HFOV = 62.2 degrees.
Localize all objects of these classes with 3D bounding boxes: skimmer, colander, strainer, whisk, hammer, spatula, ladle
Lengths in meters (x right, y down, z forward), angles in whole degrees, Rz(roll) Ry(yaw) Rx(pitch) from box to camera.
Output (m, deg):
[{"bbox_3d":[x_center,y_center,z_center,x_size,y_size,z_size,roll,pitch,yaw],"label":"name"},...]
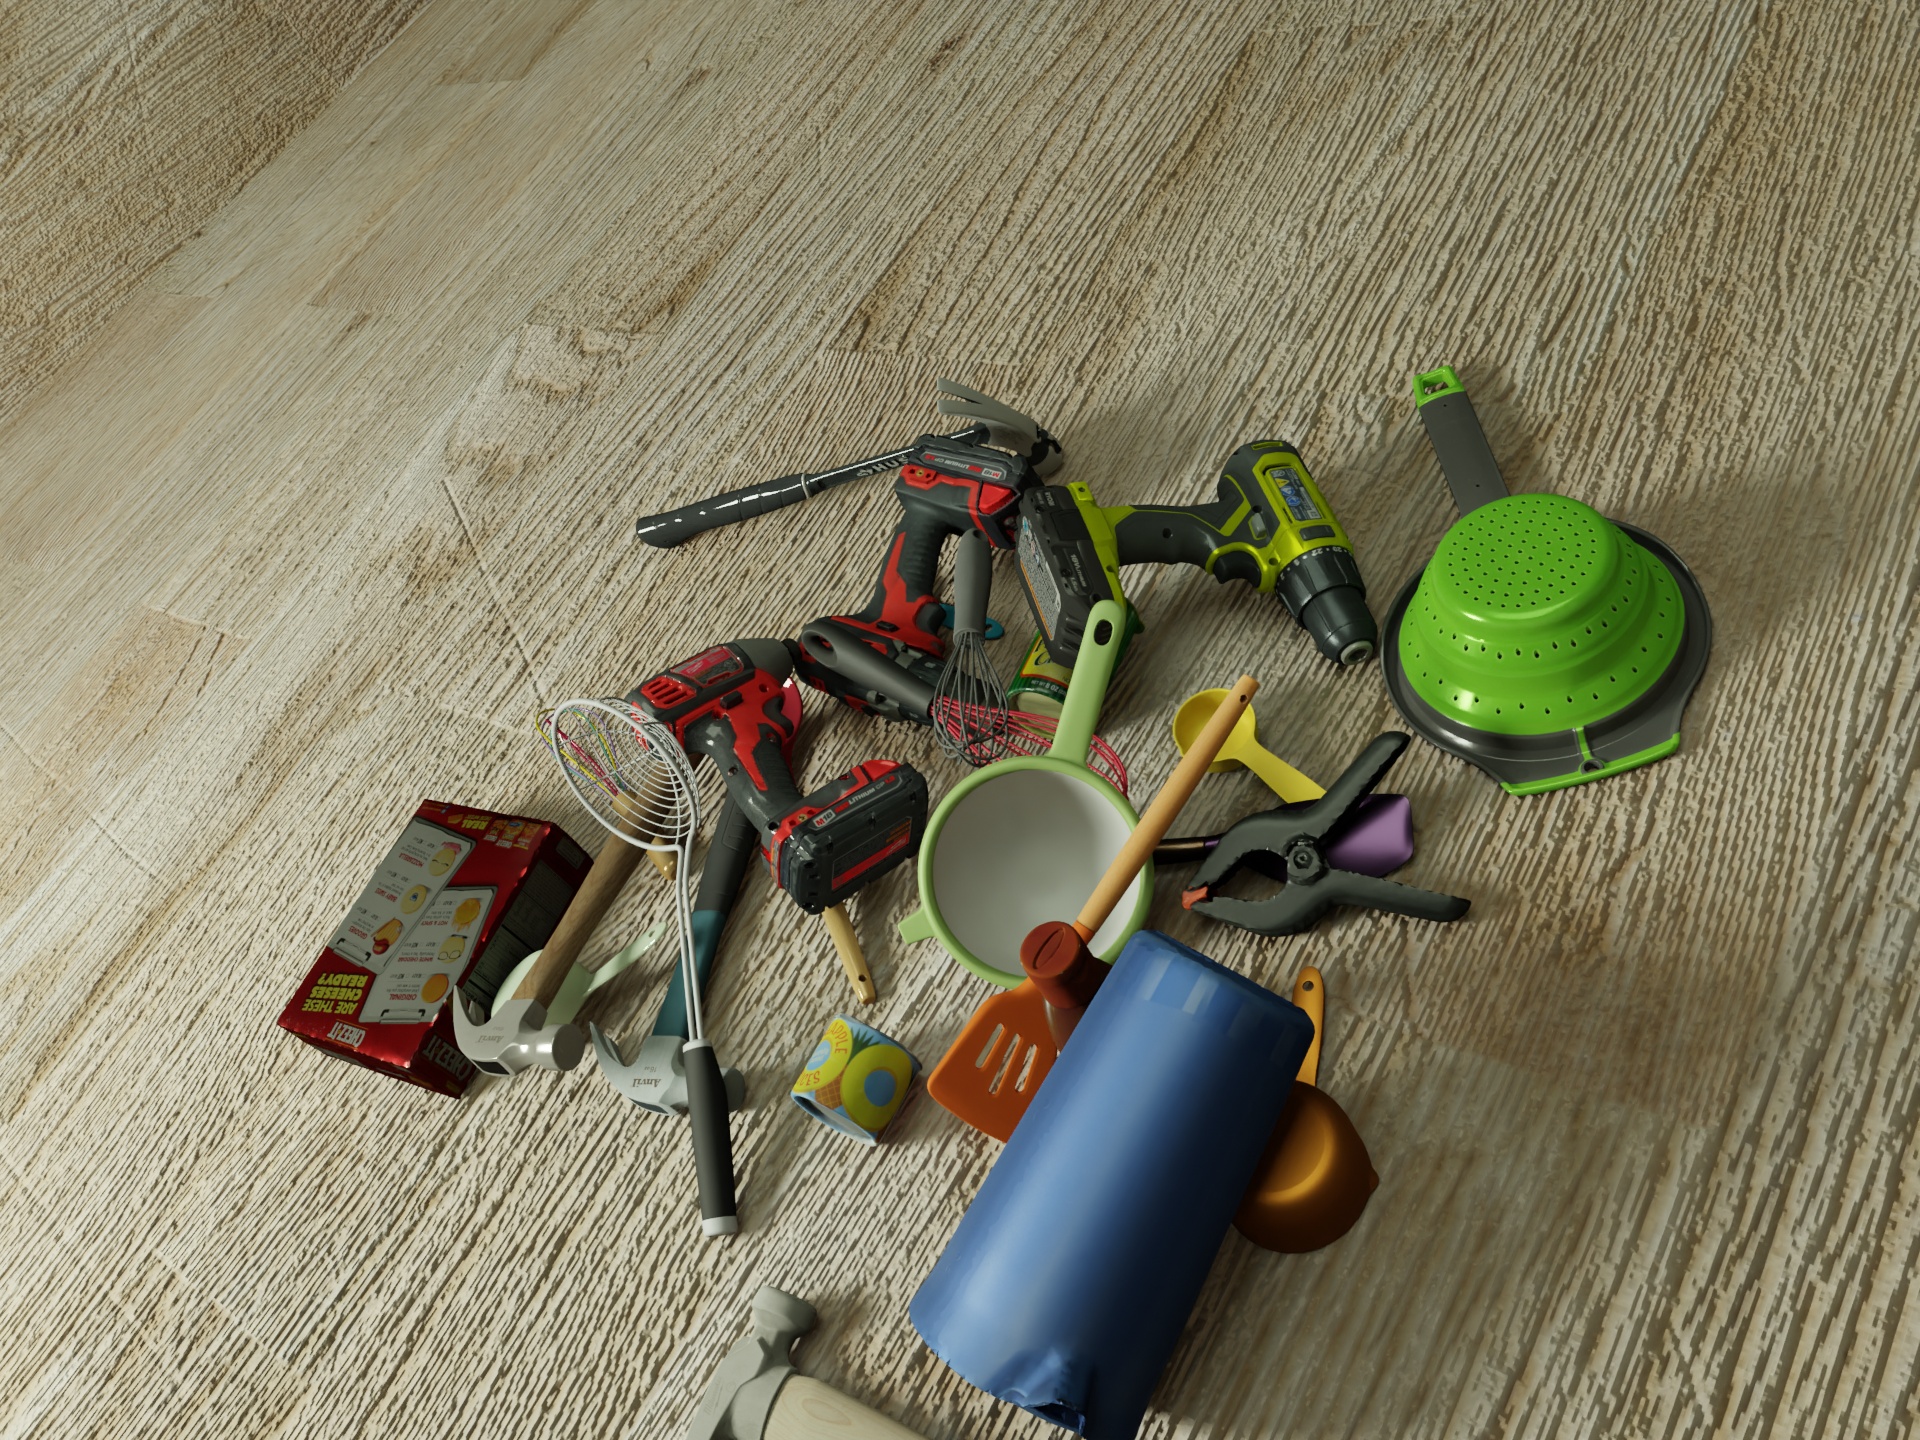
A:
[{"bbox_3d":[-0.209,0.159,1.059,0.127,0.090,0.364,-35,59,48],"label":"skimmer"},{"bbox_3d":[0.359,-0.138,1.068,0.204,0.094,0.398,-18,47,15],"label":"colander"},{"bbox_3d":[0.064,0.048,1.041,0.151,0.069,0.256,16,88,6],"label":"strainer"},{"bbox_3d":[0.009,-0.057,1.118,0.055,0.055,0.239,-15,42,17],"label":"whisk"},{"bbox_3d":[0.026,0.424,0.823,0.411,0.038,0.146,7,59,33],"label":"hammer"},{"bbox_3d":[-0.266,0.121,1.177,0.130,0.031,0.331,-7,39,31],"label":"hammer"},{"bbox_3d":[0.094,0.109,0.980,0.322,0.081,0.041,-56,13,0],"label":"spatula"},{"bbox_3d":[-0.117,0.076,1.177,0.069,0.031,0.316,-14,52,-16],"label":"ladle"},{"bbox_3d":[-0.182,0.134,1.184,0.128,0.033,0.331,-5,51,24],"label":"hammer"},{"bbox_3d":[0.139,0.089,1.053,0.316,0.018,0.060,-7,71,25],"label":"spatula"},{"bbox_3d":[-0.123,-0.210,1.392,0.409,0.149,0.036,-11,71,30],"label":"hammer"},{"bbox_3d":[-0.289,0.056,1.304,0.051,0.047,0.245,-50,49,4],"label":"whisk"},{"bbox_3d":[-0.002,-0.004,1.141,0.296,0.073,0.073,29,70,26],"label":"whisk"}]

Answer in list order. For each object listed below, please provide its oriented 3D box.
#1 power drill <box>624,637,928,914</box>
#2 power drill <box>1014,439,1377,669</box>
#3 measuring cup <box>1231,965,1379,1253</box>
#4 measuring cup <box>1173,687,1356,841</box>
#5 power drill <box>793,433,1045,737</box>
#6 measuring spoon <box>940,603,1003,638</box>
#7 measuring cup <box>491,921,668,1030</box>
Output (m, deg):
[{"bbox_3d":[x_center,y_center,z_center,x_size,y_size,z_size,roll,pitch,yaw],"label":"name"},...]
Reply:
[{"bbox_3d":[-0.128,0.024,1.156,0.143,0.078,0.220,-30,58,-30],"label":"power drill"},{"bbox_3d":[0.167,-0.105,1.116,0.228,0.080,0.191,-9,54,-13],"label":"power drill"},{"bbox_3d":[0.186,0.208,0.902,0.095,0.052,0.174,-5,54,26],"label":"measuring cup"},{"bbox_3d":[0.207,0.037,1.062,0.062,0.029,0.157,-44,57,-6],"label":"measuring cup"},{"bbox_3d":[-0.008,-0.098,1.240,0.188,0.080,0.227,20,74,29],"label":"power drill"},{"bbox_3d":[-0.016,-0.092,1.289,0.129,0.021,0.042,22,66,39],"label":"measuring spoon"},{"bbox_3d":[-0.280,0.181,1.159,0.167,0.038,0.083,-35,29,24],"label":"measuring cup"}]
